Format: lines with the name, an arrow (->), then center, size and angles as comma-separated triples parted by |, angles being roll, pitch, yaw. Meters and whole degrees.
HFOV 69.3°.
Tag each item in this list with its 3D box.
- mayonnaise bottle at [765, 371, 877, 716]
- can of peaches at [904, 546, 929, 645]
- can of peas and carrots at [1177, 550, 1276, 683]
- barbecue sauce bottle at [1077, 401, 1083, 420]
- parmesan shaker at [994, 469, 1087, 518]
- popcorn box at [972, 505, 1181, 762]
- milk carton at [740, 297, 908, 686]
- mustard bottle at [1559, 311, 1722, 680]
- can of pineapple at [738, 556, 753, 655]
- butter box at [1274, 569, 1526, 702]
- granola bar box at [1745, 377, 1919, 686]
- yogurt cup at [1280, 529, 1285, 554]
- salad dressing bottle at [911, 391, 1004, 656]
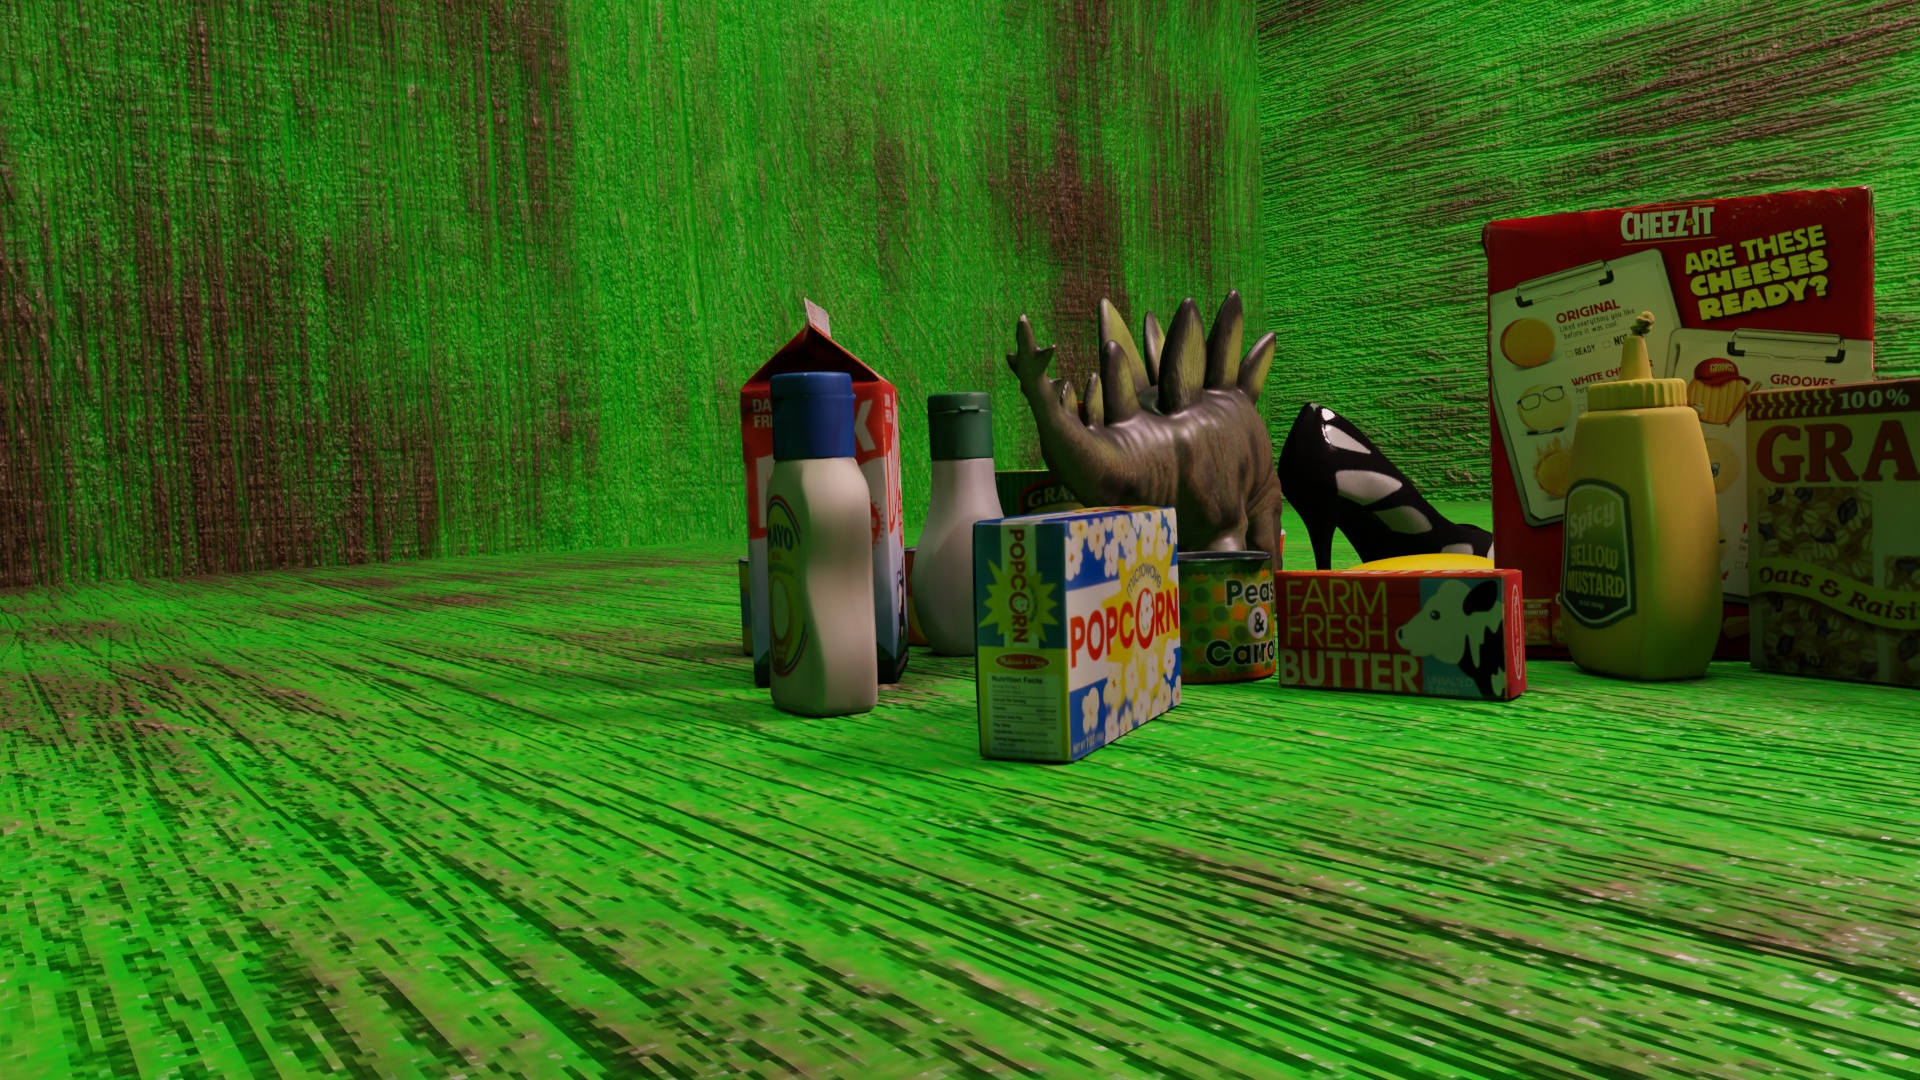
mayonnaise bottle -> -0.064, 0.001, 0.615 | 0.041, 0.148, 0.064 | -3, 2, -28
can of peaches -> -0.009, 0.033, 0.853 | 0.071, 0.058, 0.071 | -2, 2, 0
can of peas and carrots -> 0.119, 0.035, 0.664 | 0.071, 0.058, 0.071 | -2, 2, 0
barbecue sauce bottle -> 0.096, -0.022, 0.958 | 0.044, 0.148, 0.065 | -4, 2, -29
parmesan shaker -> 0.055, 0.005, 0.900 | 0.071, 0.103, 0.071 | -2, 2, 0
popcorn box -> 0.048, 0.031, 0.535 | 0.038, 0.085, 0.127 | -1, 3, 26
milk carton -> -0.069, -0.025, 0.712 | 0.073, 0.190, 0.072 | -2, 2, 3
mustard bottle -> 0.298, -0.020, 0.614 | 0.049, 0.160, 0.065 | -3, 2, -15
can of pineapple -> -0.099, 0.037, 0.834 | 0.071, 0.058, 0.071 | -2, 2, 0
butter box -> 0.186, 0.039, 0.597 | 0.103, 0.053, 0.024 | 0, 3, 39
granola bar box -> 0.398, -0.003, 0.543 | 0.039, 0.124, 0.165 | -3, 3, -27
yogurt cup -> 0.200, 0.019, 1.000 | 0.072, 0.054, 0.072 | -2, 2, 0
salad dressing bottle -> 0.003, -0.010, 0.791 | 0.064, 0.147, 0.044 | -3, 2, -17
